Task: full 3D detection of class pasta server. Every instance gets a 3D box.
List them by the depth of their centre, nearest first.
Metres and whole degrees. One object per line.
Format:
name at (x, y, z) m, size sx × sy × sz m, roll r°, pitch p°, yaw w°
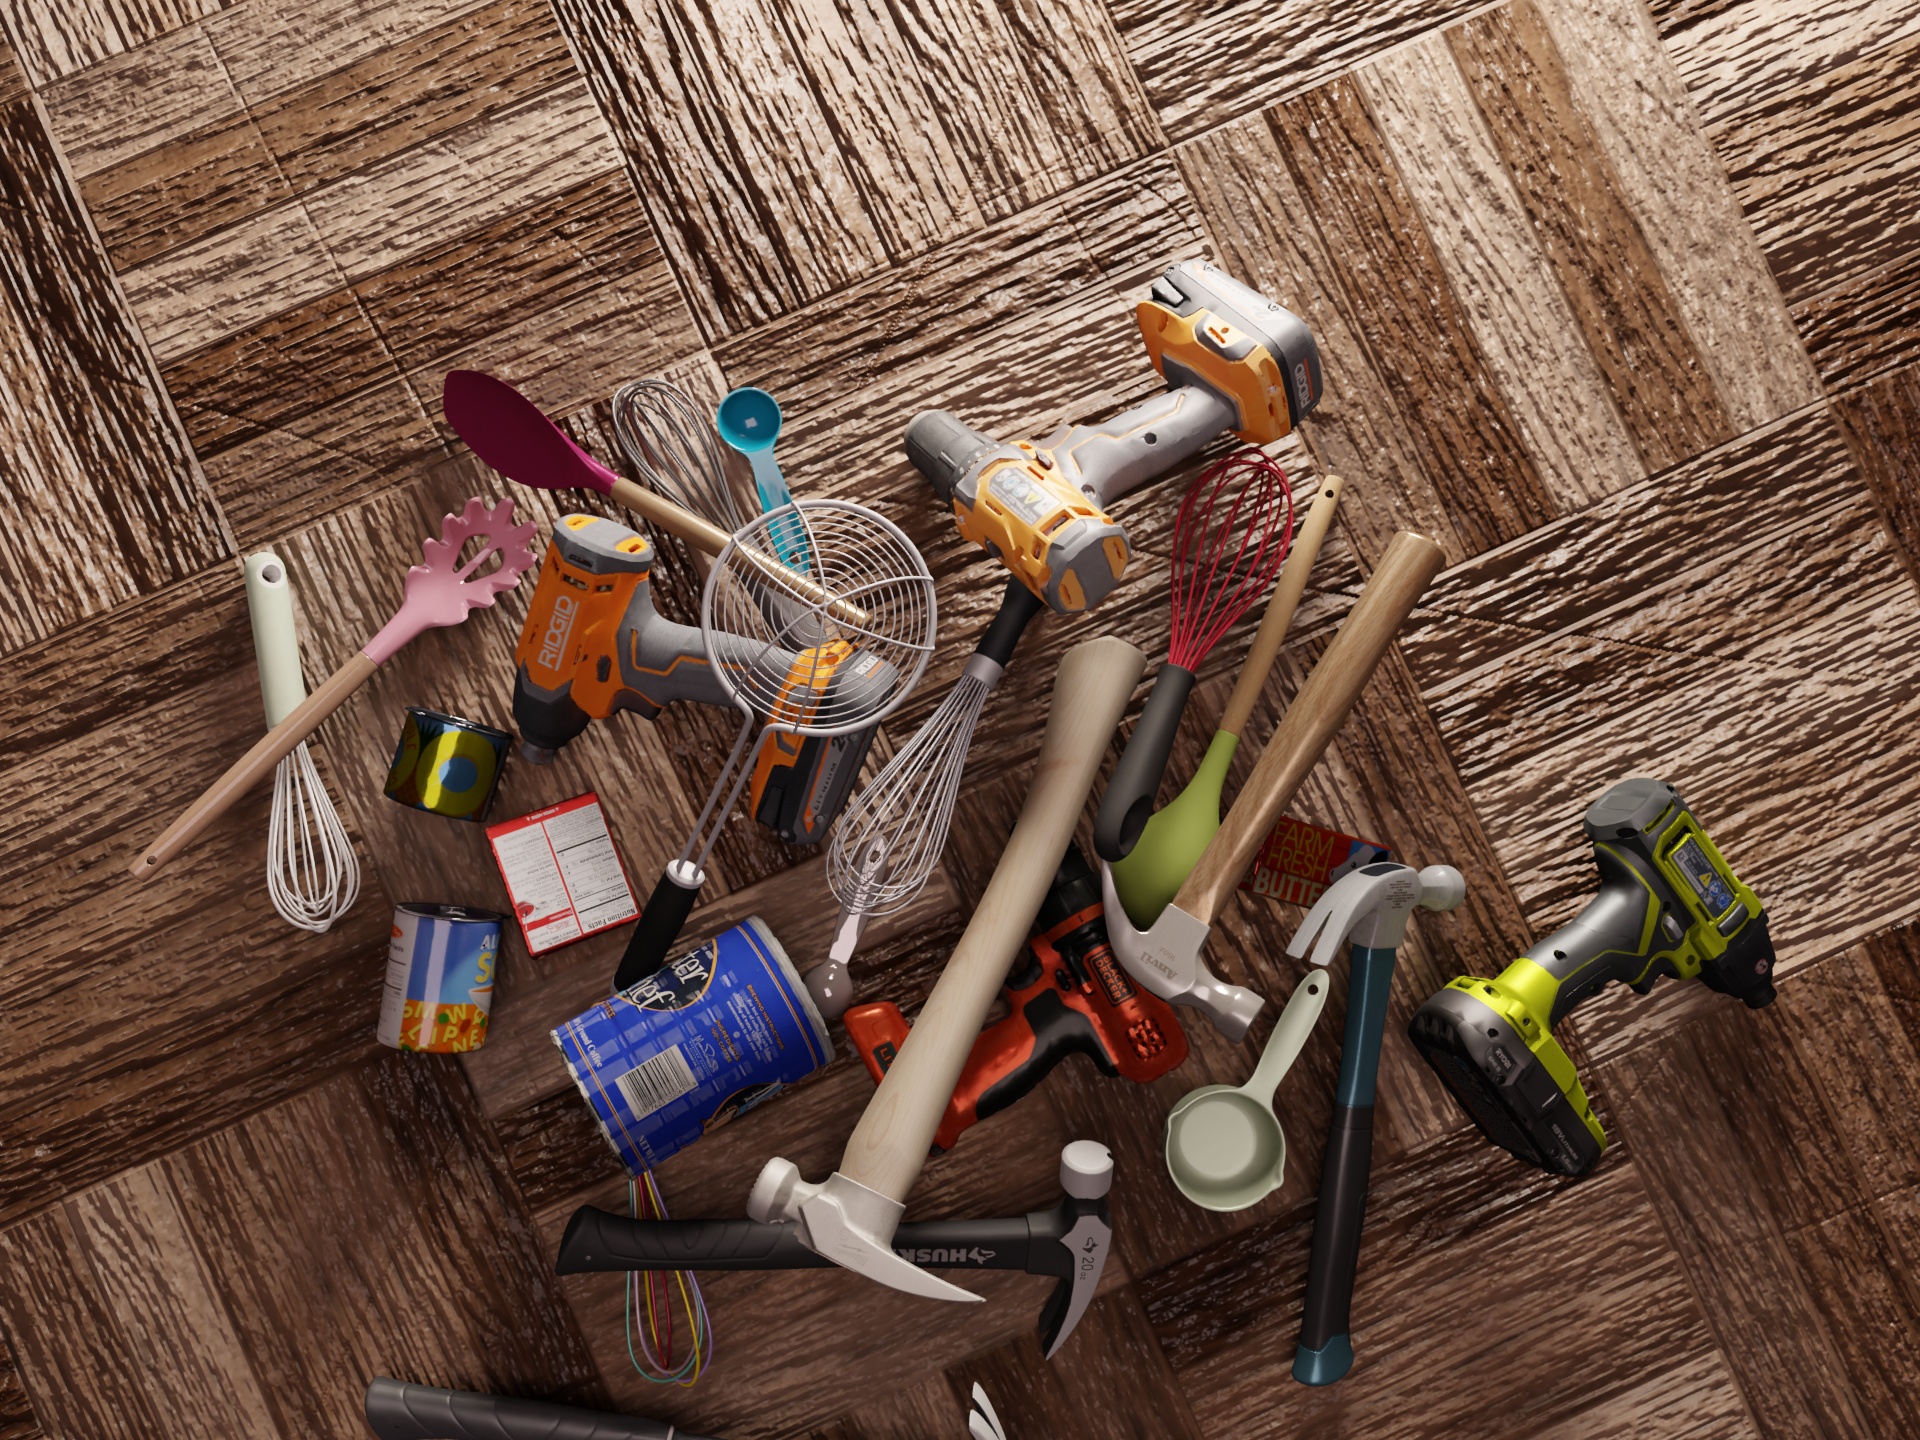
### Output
pasta server at (-0.386, -0.020, 0.982) m, size 0.060 × 0.040 × 0.316 m, roll 46°, pitch 74°, yaw -11°

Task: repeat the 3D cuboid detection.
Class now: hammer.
hammer at (0.027, 0.136, 0.958) m, size 0.146 × 0.038 × 0.411 m, roll 23°, pitch 74°, yaw 13°
hammer at (-0.077, 0.324, 0.971) m, size 0.334 × 0.035 × 0.146 m, roll 1°, pitch 113°, yaw -5°
hammer at (0.198, 0.023, 0.973) m, size 0.130 × 0.031 × 0.331 m, roll 31°, pitch 80°, yaw 16°
hammer at (-0.167, 0.448, 0.983) m, size 0.409 × 0.036 × 0.149 m, roll 6°, pitch 119°, yaw 3°
hammer at (0.248, 0.254, 1.004) m, size 0.128 × 0.033 × 0.331 m, roll 4°, pitch 94°, yaw -35°

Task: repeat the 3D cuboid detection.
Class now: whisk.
whisk at (0.140, -0.046, 0.981) m, size 0.073 × 0.073 × 0.296 m, roll 24°, pitch 70°, yaw -1°
whisk at (-0.001, -0.003, 1.007) m, size 0.070 × 0.070 × 0.285 m, roll 29°, pitch 78°, yaw 0°
whisk at (-0.203, 0.299, 1.007) m, size 0.051 × 0.047 × 0.245 m, roll -12°, pitch 84°, yaw -14°
whisk at (-0.425, 0.013, 1.009) m, size 0.057 × 0.059 × 0.246 m, roll -6°, pitch 82°, yaw -45°
whisk at (-0.144, -0.117, 1.021) m, size 0.055 × 0.055 × 0.239 m, roll -34°, pitch 94°, yaw -2°

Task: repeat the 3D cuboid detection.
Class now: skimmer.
skimmer at (-0.131, 0.035, 0.936) m, size 0.127 × 0.090 × 0.363 m, roll 29°, pitch 127°, yaw -4°

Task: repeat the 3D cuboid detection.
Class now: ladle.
ladle at (0.183, -0.012, 1.031) m, size 0.078 × 0.062 × 0.320 m, roll 23°, pitch 81°, yaw 10°

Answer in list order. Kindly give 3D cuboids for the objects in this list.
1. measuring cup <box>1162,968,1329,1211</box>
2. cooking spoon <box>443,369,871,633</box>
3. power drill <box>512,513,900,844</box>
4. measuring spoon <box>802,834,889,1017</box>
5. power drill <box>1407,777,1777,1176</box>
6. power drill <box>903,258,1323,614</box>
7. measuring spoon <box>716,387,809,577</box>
measuring cup at (0.189, 0.232, 1.019) m, size 0.083 × 0.038 × 0.167 m, roll 30°, pitch 86°, yaw 0°
cooking spoon at (-0.194, -0.134, 0.997) m, size 0.319 × 0.017 × 0.068 m, roll 29°, pitch 132°, yaw 9°
power drill at (-0.170, -0.011, 0.990) m, size 0.226 × 0.084 × 0.164 m, roll 25°, pitch 111°, yaw 3°
measuring spoon at (-0.071, 0.133, 1.024) m, size 0.034 × 0.018 × 0.124 m, roll 19°, pitch 87°, yaw -1°
power drill at (0.406, 0.169, 0.995) m, size 0.223 × 0.080 × 0.171 m, roll -41°, pitch 101°, yaw -12°
power drill at (0.087, -0.187, 0.992) m, size 0.226 × 0.084 × 0.186 m, roll -40°, pitch 53°, yaw -8°
measuring spoon at (-0.124, -0.153, 1.037) m, size 0.042 × 0.021 × 0.128 m, roll -18°, pitch 98°, yaw -6°
